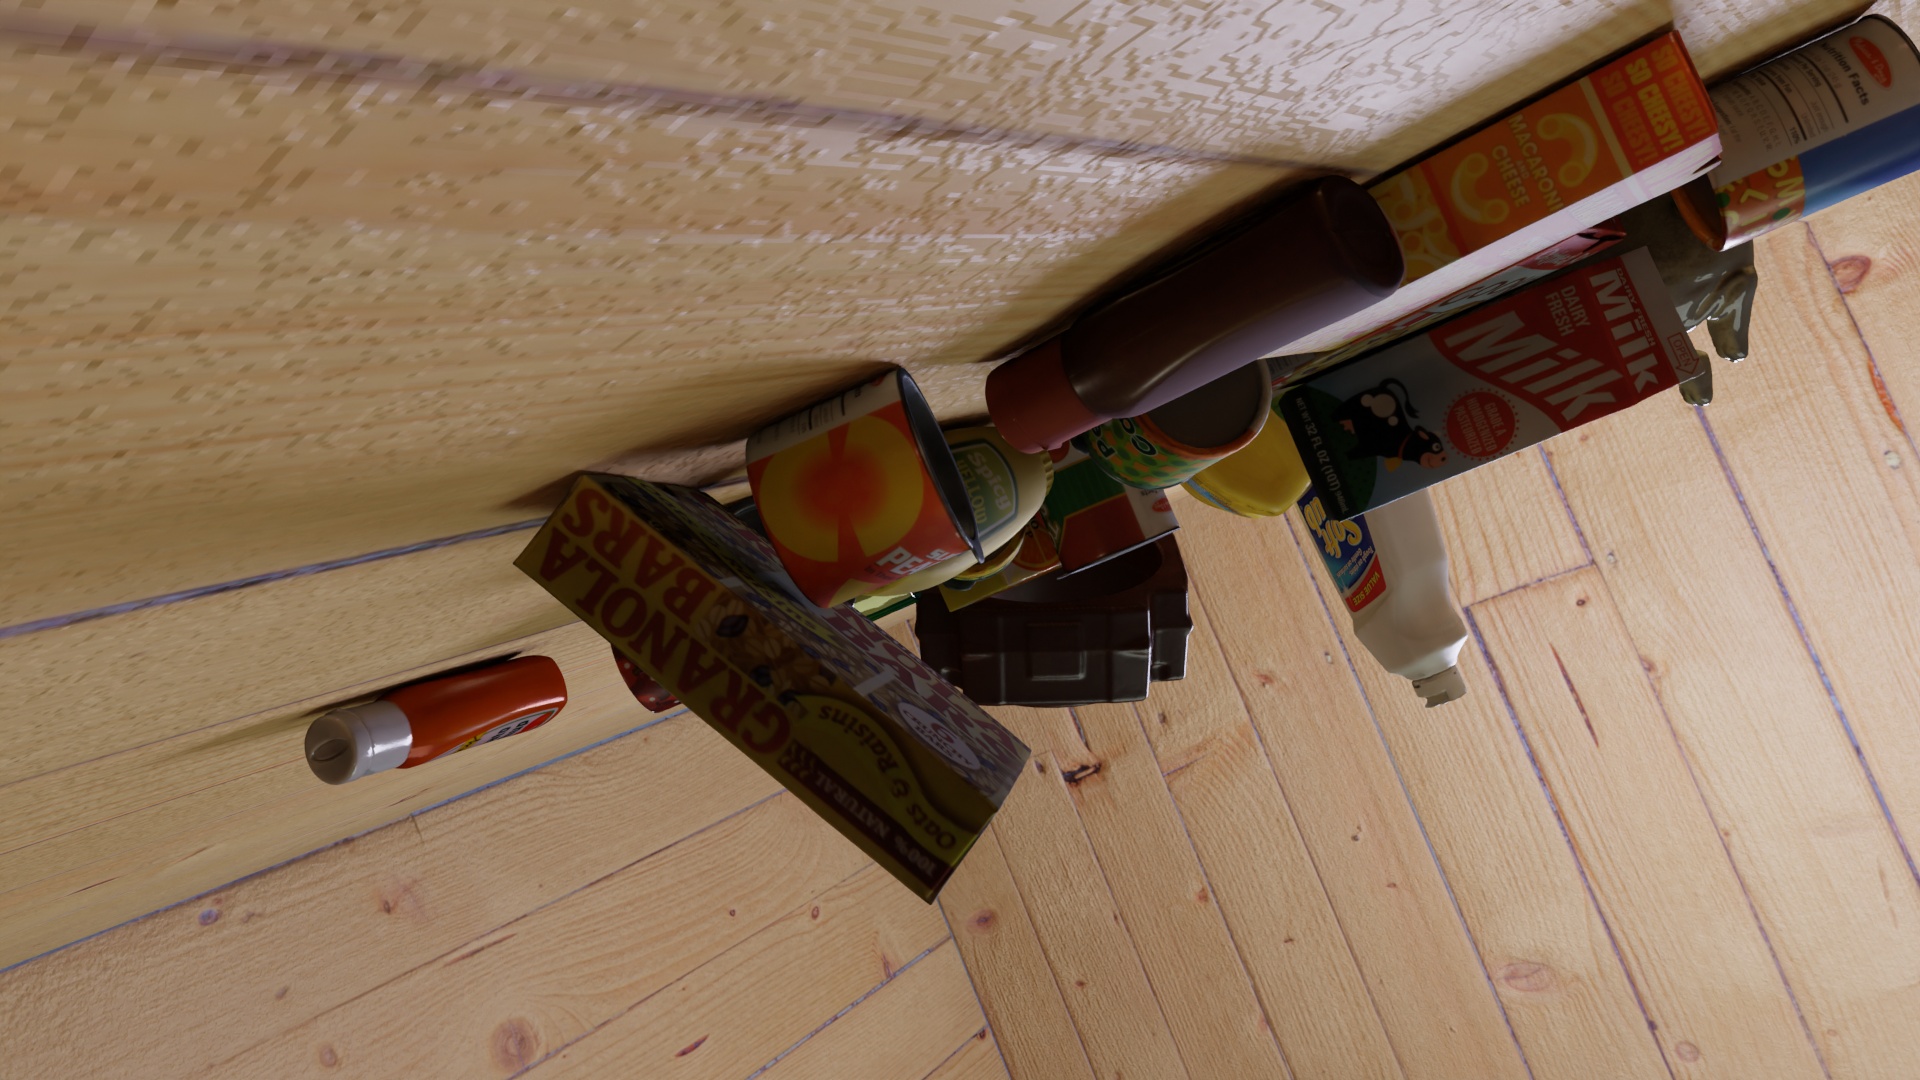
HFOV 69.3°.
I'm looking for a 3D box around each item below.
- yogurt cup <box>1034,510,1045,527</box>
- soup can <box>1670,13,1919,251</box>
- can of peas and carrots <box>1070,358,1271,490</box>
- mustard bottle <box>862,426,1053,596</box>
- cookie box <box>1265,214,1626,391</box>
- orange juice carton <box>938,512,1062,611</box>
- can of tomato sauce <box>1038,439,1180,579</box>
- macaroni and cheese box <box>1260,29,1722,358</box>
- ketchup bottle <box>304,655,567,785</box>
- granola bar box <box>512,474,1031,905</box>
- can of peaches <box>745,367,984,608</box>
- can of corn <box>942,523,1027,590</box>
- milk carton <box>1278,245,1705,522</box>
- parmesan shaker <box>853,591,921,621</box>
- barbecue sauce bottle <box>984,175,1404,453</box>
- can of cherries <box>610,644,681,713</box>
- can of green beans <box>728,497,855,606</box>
[{"bbox_3d":[0.081,-0.035,0.913,0.073,0.072,0.054,-20,-177,-38],"label":"yogurt cup"},{"bbox_3d":[0.344,-0.165,0.575,0.083,0.071,0.071,-23,176,16],"label":"soup can"},{"bbox_3d":[0.087,-0.059,0.588,0.071,0.071,0.058,-21,175,-19],"label":"can of peas and carrots"},{"bbox_3d":[0.002,-0.023,0.643,0.048,0.065,0.161,-19,-175,38],"label":"mustard bottle"},{"bbox_3d":[0.219,-0.122,0.662,0.167,0.040,0.123,-26,175,35],"label":"cookie box"},{"bbox_3d":[0.068,-0.019,0.984,0.193,0.073,0.071,-20,175,-38],"label":"orange juice carton"},{"bbox_3d":[0.069,-0.031,0.739,0.071,0.083,0.071,-22,176,-2],"label":"can of tomato sauce"},{"bbox_3d":[0.194,-0.122,0.525,0.166,0.040,0.124,-25,177,30],"label":"macaroni and cheese box"},{"bbox_3d":[-0.287,0.098,0.764,0.064,0.043,0.149,-24,175,24],"label":"ketchup bottle"},{"bbox_3d":[-0.054,0.043,0.476,0.039,0.165,0.124,-53,174,4],"label":"granola bar box"},{"bbox_3d":[-0.032,-0.015,0.469,0.058,0.071,0.071,-22,176,7],"label":"can of peaches"},{"bbox_3d":[0.003,-0.009,0.750,0.071,0.071,0.058,-23,175,-1],"label":"can of corn"},{"bbox_3d":[0.263,-0.077,0.696,0.190,0.072,0.073,-23,177,11],"label":"milk carton"},{"bbox_3d":[-0.079,0.026,0.754,0.103,0.071,0.071,-23,176,6],"label":"parmesan shaker"},{"bbox_3d":[0.075,-0.073,0.485,0.148,0.043,0.065,-25,176,36],"label":"barbecue sauce bottle"},{"bbox_3d":[-0.153,0.058,0.773,0.058,0.071,0.071,-23,176,7],"label":"can of cherries"},{"bbox_3d":[-0.091,0.019,0.625,0.071,0.071,0.057,-20,176,-29],"label":"can of green beans"}]
